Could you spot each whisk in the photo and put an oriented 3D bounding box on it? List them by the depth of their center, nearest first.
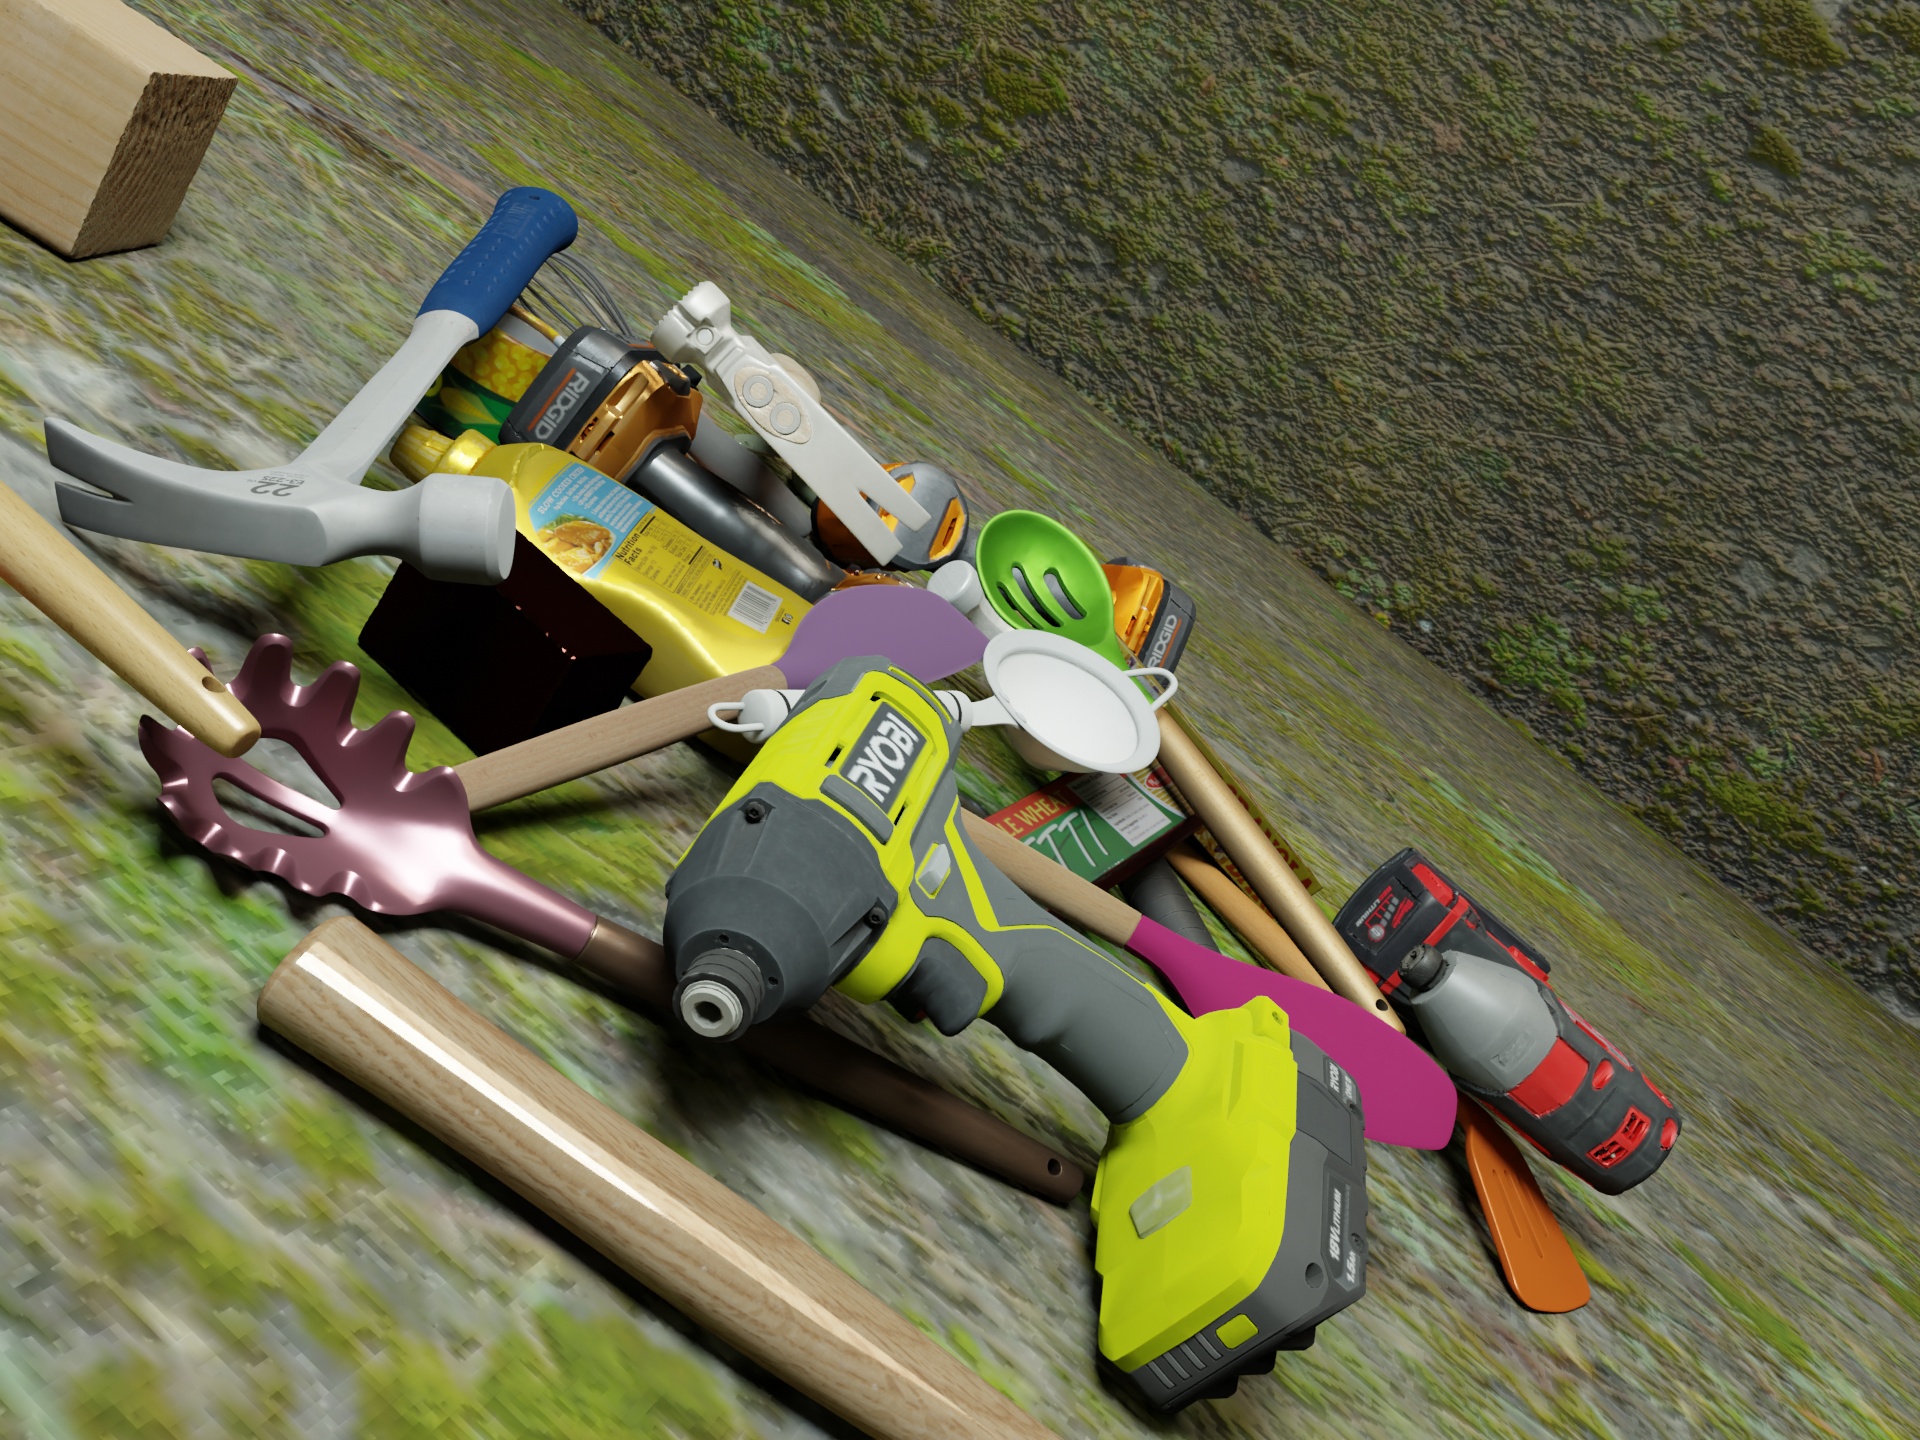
[{"bbox_3d":[-0.173,-0.187,0.918,0.238,0.055,0.055,42,14,-24],"label":"whisk"}]

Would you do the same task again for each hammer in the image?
[{"bbox_3d":[-0.026,0.154,0.383,0.331,0.031,0.130,35,17,-1],"label":"hammer"},{"bbox_3d":[-0.219,-0.159,0.651,0.144,0.035,0.406,5,30,-5],"label":"hammer"},{"bbox_3d":[0.074,0.049,0.799,0.128,0.033,0.331,46,11,-43],"label":"hammer"},{"bbox_3d":[-0.089,-0.172,0.896,0.146,0.038,0.411,45,6,-12],"label":"hammer"}]

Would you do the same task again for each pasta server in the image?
[{"bbox_3d":[-0.084,0.075,0.467,0.316,0.040,0.060,32,59,-21],"label":"pasta server"}]

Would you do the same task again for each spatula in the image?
[{"bbox_3d":[-0.087,-0.010,0.585,0.060,0.018,0.316,42,33,16],"label":"spatula"},{"bbox_3d":[0.192,0.158,0.805,0.081,0.041,0.323,18,21,-47],"label":"spatula"}]

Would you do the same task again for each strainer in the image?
[{"bbox_3d":[-0.001,-0.002,0.636,0.258,0.050,0.087,-1,45,-49],"label":"strainer"}]

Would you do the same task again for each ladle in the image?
[{"bbox_3d":[-0.295,-0.093,0.400,0.315,0.031,0.069,39,17,6],"label":"ladle"}]

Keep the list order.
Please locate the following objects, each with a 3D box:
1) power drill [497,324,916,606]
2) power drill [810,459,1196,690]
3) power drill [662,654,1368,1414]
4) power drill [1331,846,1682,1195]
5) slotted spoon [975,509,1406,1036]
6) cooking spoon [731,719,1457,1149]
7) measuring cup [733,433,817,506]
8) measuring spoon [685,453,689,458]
[{"bbox_3d":[-0.103,-0.095,0.807,0.226,0.084,0.185,40,10,-3],"label":"power drill"},{"bbox_3d":[0.015,-0.092,0.990,0.226,0.084,0.164,24,-3,-25],"label":"power drill"},{"bbox_3d":[0.016,0.093,0.479,0.223,0.080,0.171,42,26,-7],"label":"power drill"},{"bbox_3d":[0.262,0.143,0.807,0.143,0.078,0.220,39,7,-4],"label":"power drill"},{"bbox_3d":[0.097,0.018,0.718,0.070,0.031,0.314,-15,55,-30],"label":"slotted spoon"},{"bbox_3d":[0.042,0.066,0.596,0.319,0.017,0.069,29,35,8],"label":"cooking spoon"},{"bbox_3d":[-0.102,-0.158,1.040,0.083,0.038,0.167,44,21,23],"label":"measuring cup"},{"bbox_3d":[-0.171,-0.155,0.949,0.021,0.011,0.117,30,20,-43],"label":"measuring spoon"}]
